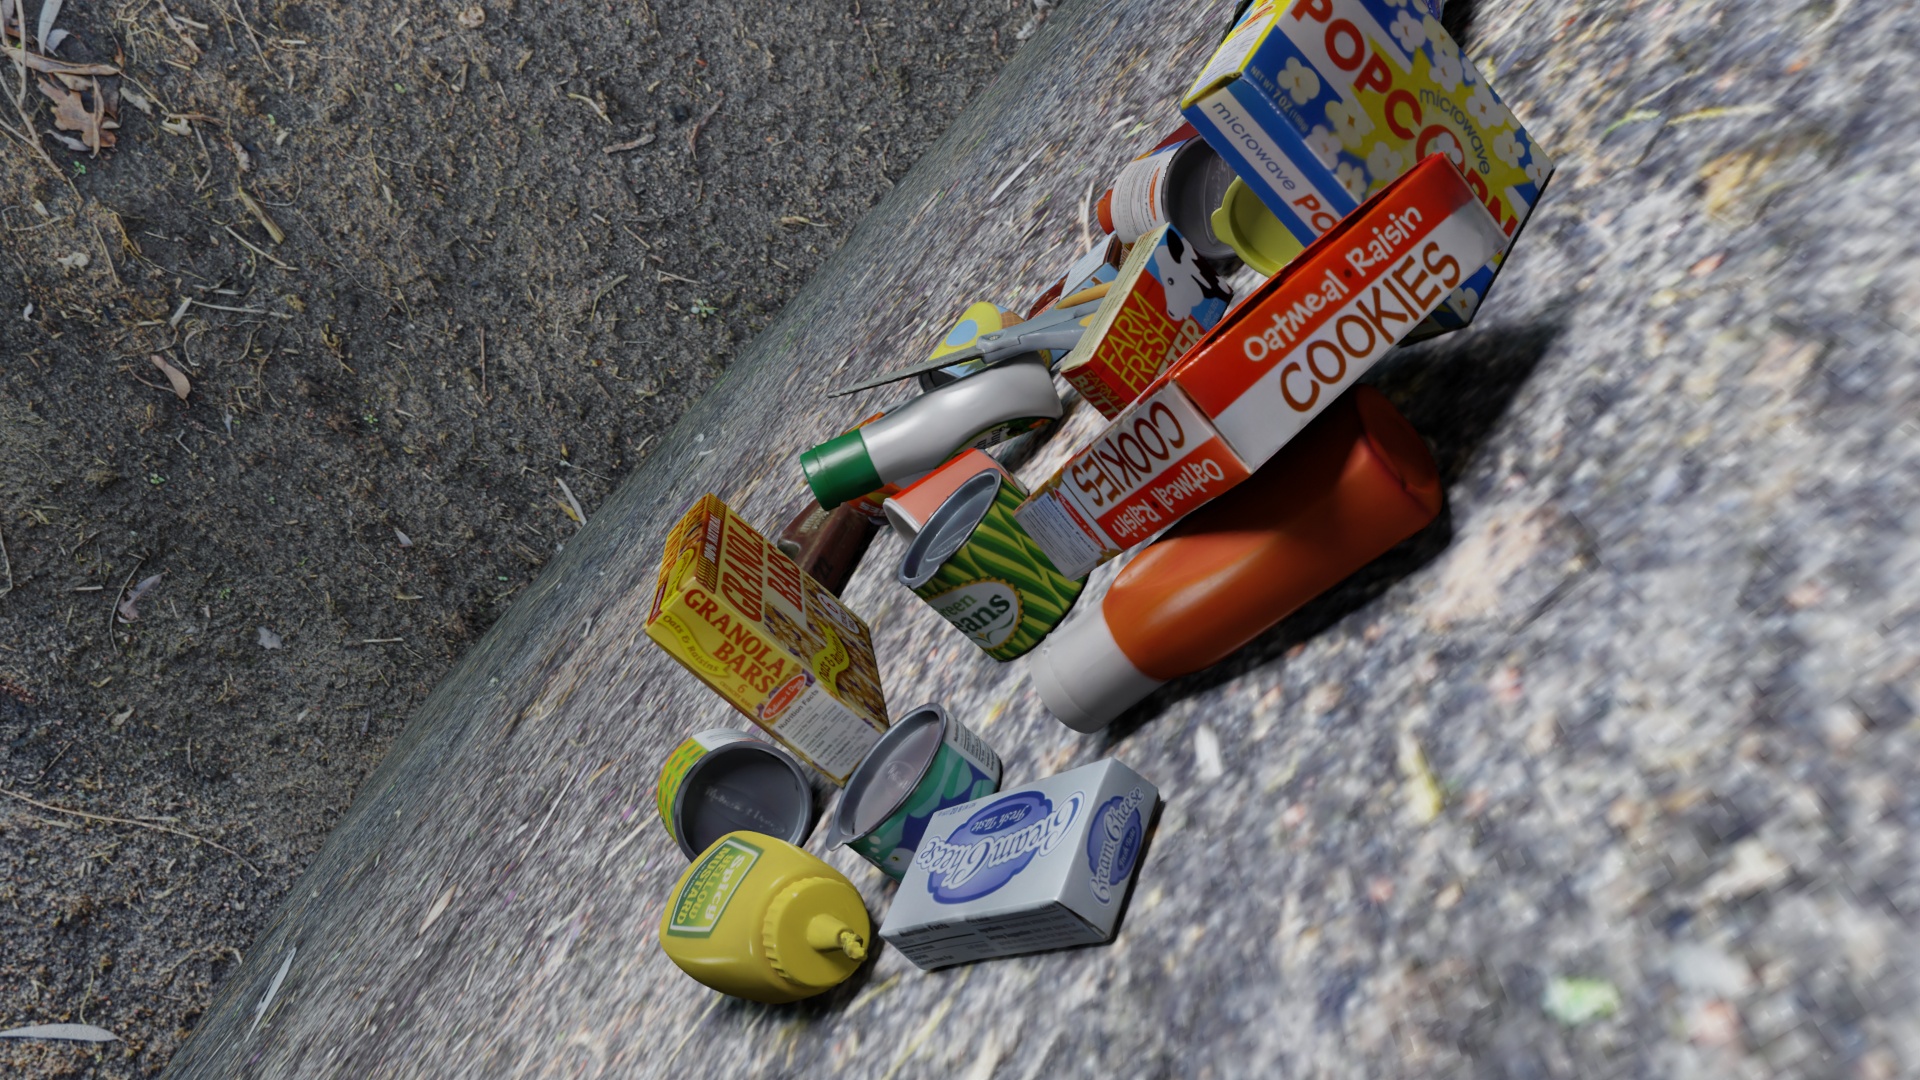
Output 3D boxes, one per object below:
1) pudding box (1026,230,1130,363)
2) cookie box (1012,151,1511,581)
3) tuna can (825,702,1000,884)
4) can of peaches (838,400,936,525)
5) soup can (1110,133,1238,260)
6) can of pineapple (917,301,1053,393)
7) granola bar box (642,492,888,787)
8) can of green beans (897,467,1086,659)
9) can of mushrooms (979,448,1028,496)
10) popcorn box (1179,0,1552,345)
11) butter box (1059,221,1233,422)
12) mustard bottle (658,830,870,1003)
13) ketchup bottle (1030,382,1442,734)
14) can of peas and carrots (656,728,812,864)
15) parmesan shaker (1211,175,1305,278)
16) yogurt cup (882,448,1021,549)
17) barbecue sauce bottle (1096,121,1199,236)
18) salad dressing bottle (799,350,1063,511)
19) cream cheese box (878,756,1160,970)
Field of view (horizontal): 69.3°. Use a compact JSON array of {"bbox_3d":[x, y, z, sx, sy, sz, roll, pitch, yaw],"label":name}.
[{"bbox_3d":[0.078,-0.154,0.877,0.083,0.030,0.050,-37,21,36],"label":"pudding box"},{"bbox_3d":[0.094,-0.053,0.482,0.123,0.040,0.167,-41,0,-18],"label":"cookie box"},{"bbox_3d":[-0.019,0.102,0.549,0.071,0.033,0.071,-44,17,17],"label":"tuna can"},{"bbox_3d":[-0.042,-0.050,0.899,0.058,0.071,0.071,-22,31,57],"label":"can of peaches"},{"bbox_3d":[0.128,-0.184,0.757,0.071,0.071,0.084,-50,15,-1],"label":"soup can"},{"bbox_3d":[0.017,-0.106,0.866,0.058,0.071,0.071,-54,17,-17],"label":"can of pineapple"},{"bbox_3d":[-0.100,0.046,0.725,0.039,0.124,0.166,-47,16,6],"label":"granola bar box"},{"bbox_3d":[0.015,0.011,0.620,0.071,0.058,0.071,-44,17,17],"label":"can of green beans"},{"bbox_3d":[0.004,-0.016,0.755,0.071,0.033,0.071,-45,17,17],"label":"can of mushrooms"},{"bbox_3d":[0.149,-0.145,0.501,0.085,0.126,0.038,-56,20,-21],"label":"popcorn box"},{"bbox_3d":[0.093,-0.103,0.682,0.024,0.053,0.104,-21,33,54],"label":"butter box"},{"bbox_3d":[-0.072,0.151,0.551,0.065,0.049,0.160,-59,18,-24],"label":"mustard bottle"},{"bbox_3d":[0.086,0.012,0.460,0.148,0.043,0.065,-40,12,29],"label":"ketchup bottle"},{"bbox_3d":[-0.112,0.129,0.675,0.071,0.071,0.058,-53,16,-13],"label":"can of peas and carrots"},{"bbox_3d":[0.162,-0.172,0.625,0.071,0.071,0.103,-29,26,51],"label":"parmesan shaker"},{"bbox_3d":[0.002,-0.009,0.686,0.054,0.072,0.072,-39,14,-9],"label":"yogurt cup"},{"bbox_3d":[0.144,-0.235,0.863,0.148,0.043,0.065,-30,25,51],"label":"barbecue sauce bottle"},{"bbox_3d":[-0.017,-0.062,0.790,0.148,0.044,0.064,-23,-3,0],"label":"salad dressing bottle"},{"bbox_3d":[0.018,0.108,0.457,0.103,0.024,0.054,-30,26,49],"label":"cream cheese box"}]
